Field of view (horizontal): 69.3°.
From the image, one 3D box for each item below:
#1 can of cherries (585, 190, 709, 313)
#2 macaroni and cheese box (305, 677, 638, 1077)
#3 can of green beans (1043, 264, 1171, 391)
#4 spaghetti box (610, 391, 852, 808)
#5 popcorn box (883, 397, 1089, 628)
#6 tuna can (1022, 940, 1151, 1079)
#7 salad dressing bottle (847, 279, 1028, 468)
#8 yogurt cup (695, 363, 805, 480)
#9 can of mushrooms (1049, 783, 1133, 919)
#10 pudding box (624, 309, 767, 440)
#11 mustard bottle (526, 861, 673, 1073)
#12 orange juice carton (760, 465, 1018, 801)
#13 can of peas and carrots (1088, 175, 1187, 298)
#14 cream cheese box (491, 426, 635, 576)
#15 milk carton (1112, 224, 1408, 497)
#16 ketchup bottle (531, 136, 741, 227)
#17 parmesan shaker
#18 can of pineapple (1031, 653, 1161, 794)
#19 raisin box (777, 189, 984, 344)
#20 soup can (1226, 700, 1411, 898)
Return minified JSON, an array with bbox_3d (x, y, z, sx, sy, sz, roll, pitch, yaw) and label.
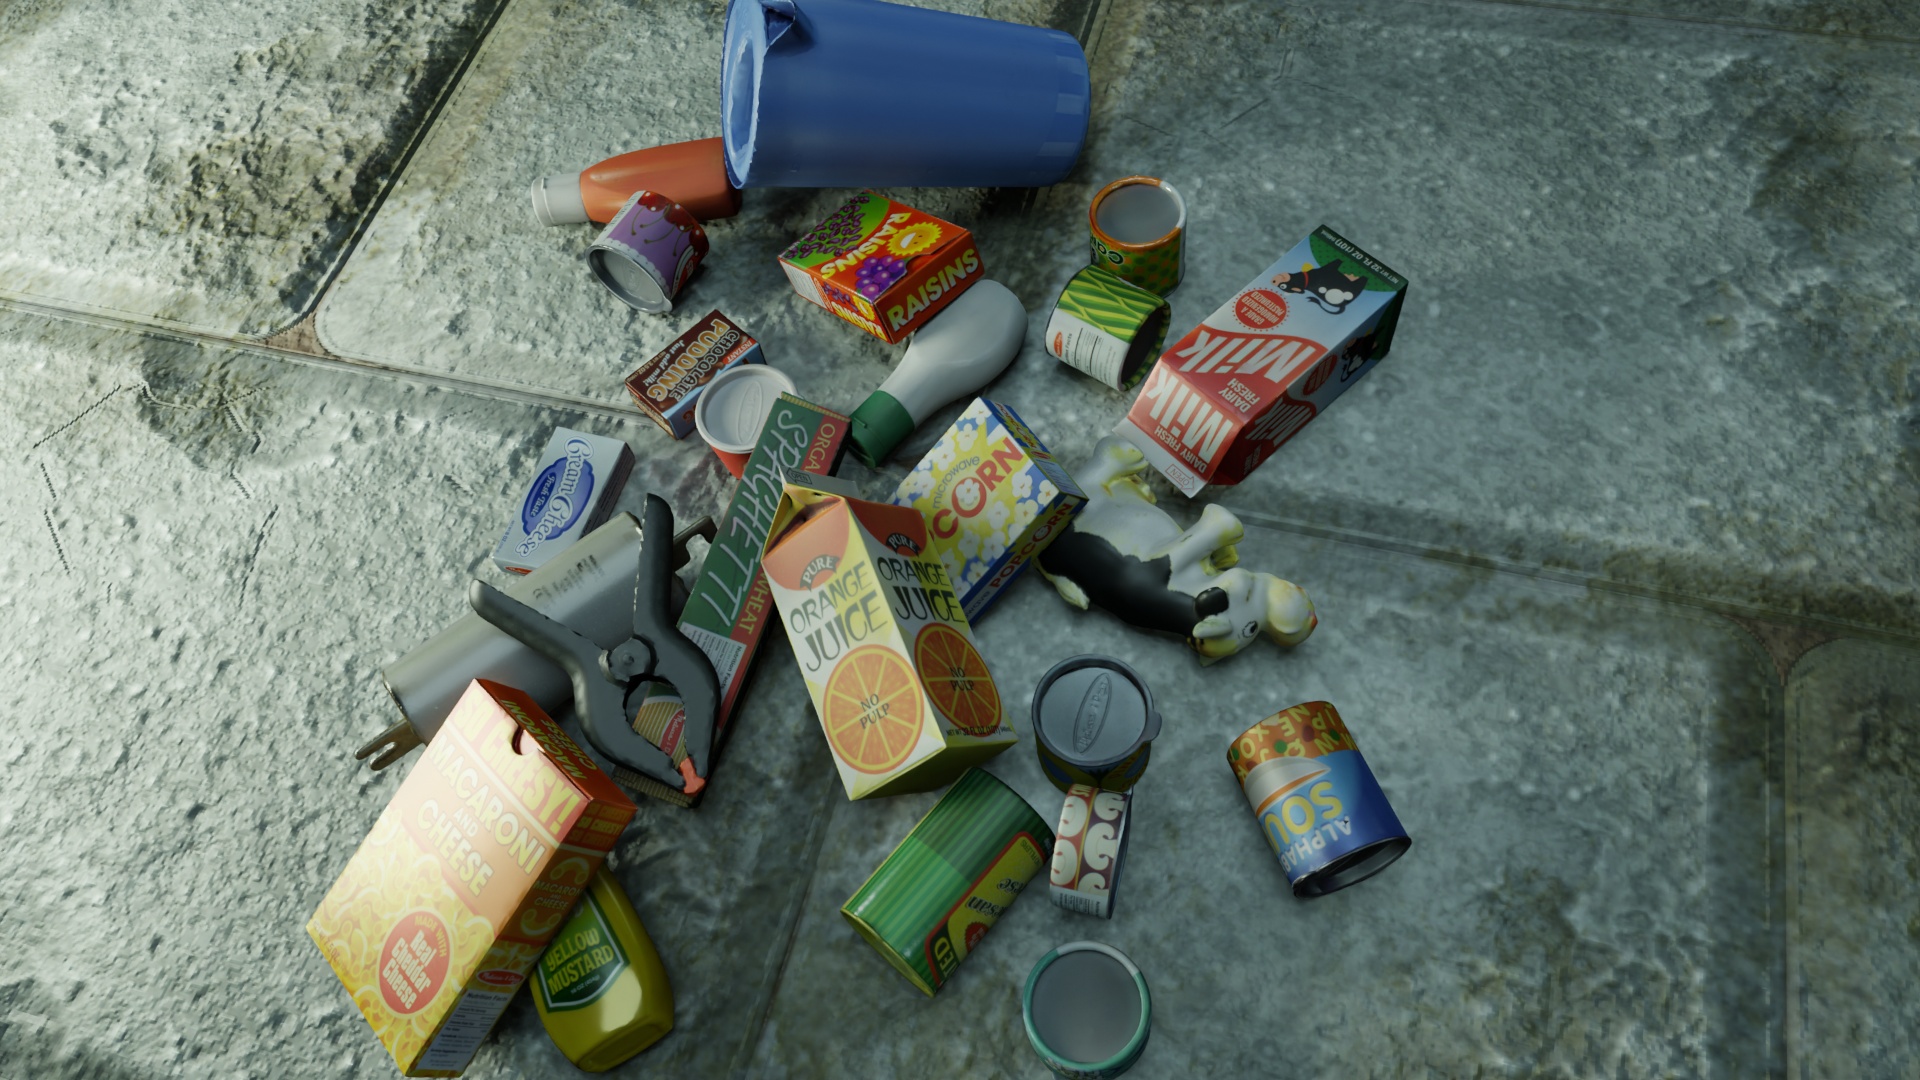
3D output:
[{"bbox_3d":[-0.218,-0.202,0.982,0.071,0.071,0.058,22,64,18],"label":"can of cherries"},{"bbox_3d":[-0.261,0.175,0.736,0.124,0.040,0.166,33,89,35],"label":"macaroni and cheese box"},{"bbox_3d":[0.097,-0.139,0.908,0.058,0.071,0.071,30,68,21],"label":"can of green beans"},{"bbox_3d":[-0.131,0.033,0.822,0.050,0.028,0.250,20,76,4],"label":"spaghetti box"},{"bbox_3d":[0.003,-0.010,0.826,0.126,0.038,0.085,-47,60,17],"label":"popcorn box"},{"bbox_3d":[0.064,0.242,0.709,0.071,0.032,0.071,-3,59,5],"label":"tuna can"},{"bbox_3d":[-0.019,-0.110,0.918,0.064,0.043,0.148,35,70,27],"label":"salad dressing bottle"},{"bbox_3d":[-0.133,-0.072,0.902,0.072,0.053,0.073,-3,60,5],"label":"yogurt cup"},{"bbox_3d":[0.070,0.162,0.736,0.033,0.070,0.071,9,62,13],"label":"can of mushrooms"},{"bbox_3d":[-0.179,-0.113,0.944,0.084,0.030,0.050,-42,65,-17],"label":"pudding box"},{"bbox_3d":[-0.211,0.204,0.753,0.065,0.048,0.161,-31,61,-8],"label":"mustard bottle"},{"bbox_3d":[-0.048,0.043,0.783,0.073,0.072,0.193,-35,67,28],"label":"orange juice carton"},{"bbox_3d":[0.119,-0.204,0.948,0.071,0.058,0.071,-3,59,5],"label":"can of peas and carrots"},{"bbox_3d":[-0.257,-0.022,0.904,0.053,0.024,0.104,12,62,11],"label":"cream cheese box"},{"bbox_3d":[0.187,-0.105,0.874,0.191,0.073,0.072,-39,64,-15],"label":"milk carton"},{"bbox_3d":[-0.240,-0.261,1.030,0.149,0.043,0.065,-7,59,2],"label":"ketchup bottle"},{"bbox_3d":[-0.005,0.177,0.732,0.071,0.071,0.103,36,70,23],"label":"parmesan shaker"},{"bbox_3d":[0.075,0.106,0.773,0.071,0.057,0.071,-3,60,5],"label":"can of pineapple"},{"bbox_3d":[-0.055,-0.189,0.947,0.086,0.040,0.123,-40,44,-16],"label":"raisin box"},{"bbox_3d":[0.186,0.137,0.735,0.071,0.071,0.084,-21,59,-6],"label":"soup can"}]
